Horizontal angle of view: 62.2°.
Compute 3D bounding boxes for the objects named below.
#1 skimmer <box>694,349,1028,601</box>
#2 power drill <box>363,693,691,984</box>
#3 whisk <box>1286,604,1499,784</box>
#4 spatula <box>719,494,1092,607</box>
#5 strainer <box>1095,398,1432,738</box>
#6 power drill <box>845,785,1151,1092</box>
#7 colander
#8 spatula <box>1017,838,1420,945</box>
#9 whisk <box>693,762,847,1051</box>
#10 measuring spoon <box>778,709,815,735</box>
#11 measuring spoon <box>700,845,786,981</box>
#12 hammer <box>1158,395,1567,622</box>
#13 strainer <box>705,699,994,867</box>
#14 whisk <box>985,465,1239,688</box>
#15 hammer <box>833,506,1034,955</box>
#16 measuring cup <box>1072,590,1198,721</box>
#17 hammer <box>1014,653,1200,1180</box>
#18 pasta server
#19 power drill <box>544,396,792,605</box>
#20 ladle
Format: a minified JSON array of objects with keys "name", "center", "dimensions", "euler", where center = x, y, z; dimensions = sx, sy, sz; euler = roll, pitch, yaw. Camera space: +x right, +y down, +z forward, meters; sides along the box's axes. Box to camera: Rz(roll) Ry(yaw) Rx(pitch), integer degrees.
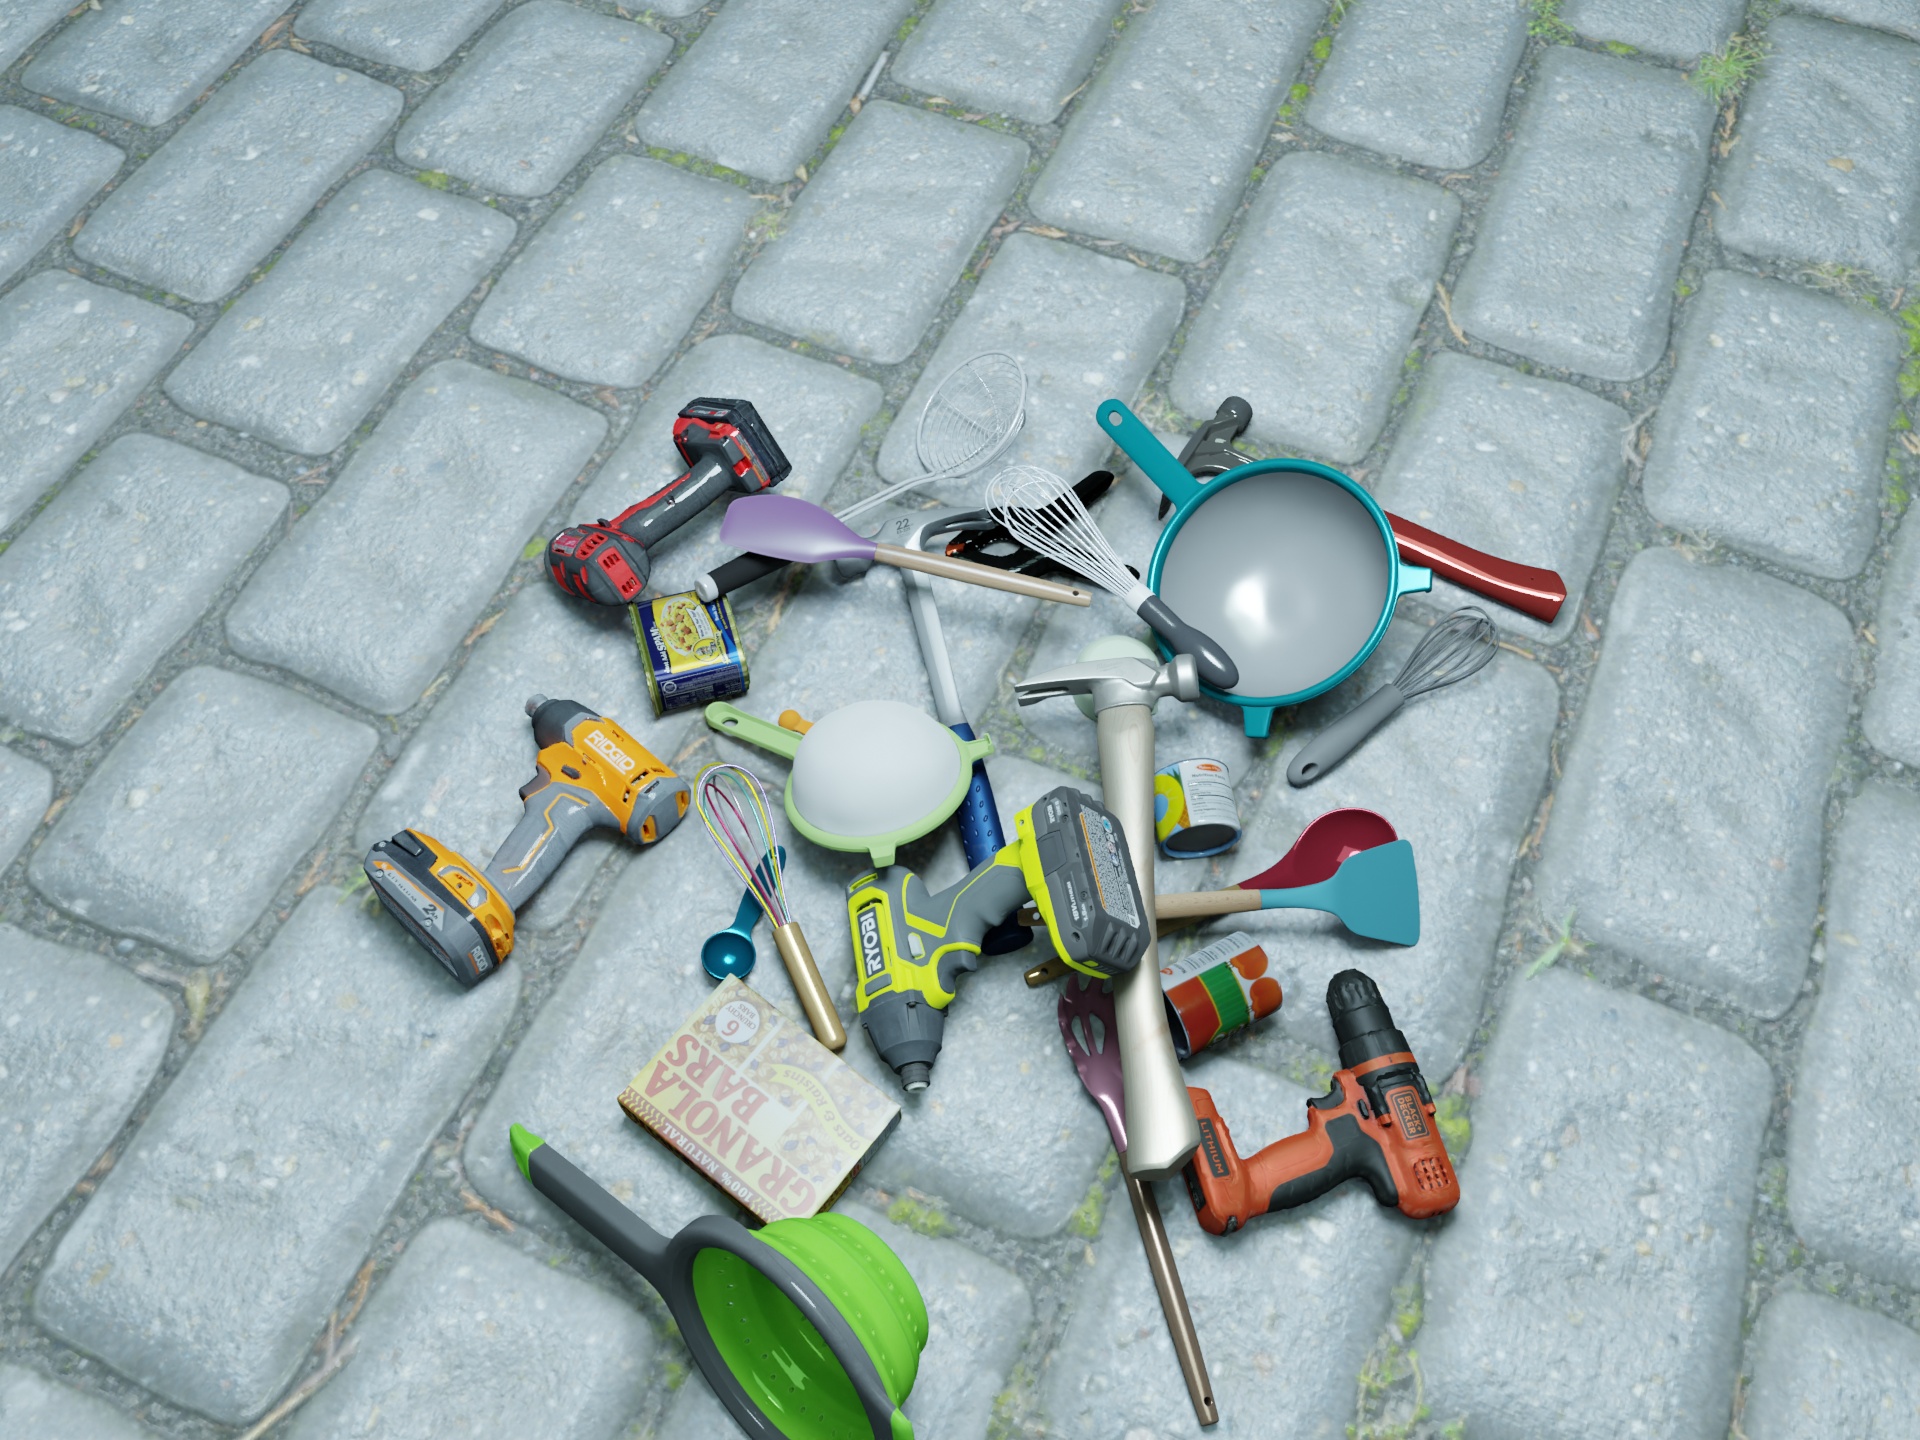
[{"name":"skimmer","center":[-0.087,-0.218,1.397],"dimensions":[0.363,0.090,0.127],"euler":[-32,36,-28]},{"name":"power drill","center":[-0.348,0.079,1.251],"dimensions":[0.164,0.084,0.226],"euler":[38,62,21]},{"name":"whisk","center":[0.363,-0.019,1.332],"dimensions":[0.239,0.055,0.055],"euler":[-36,66,-14]},{"name":"spatula","center":[-0.045,-0.137,1.327],"dimensions":[0.316,0.018,0.060],"euler":[14,67,5]},{"name":"strainer","center":[0.235,-0.151,1.364],"dimensions":[0.211,0.095,0.341],"euler":[-44,62,12]},{"name":"power drill","center":[0.019,0.157,1.151],"dimensions":[0.223,0.080,0.171],"euler":[-30,54,27]},{"name":"colander","center":[-0.150,0.356,1.058],"dimensions":[0.397,0.204,0.094],"euler":[25,40,34]},{"name":"spatula","center":[0.201,0.141,1.217],"dimensions":[0.317,0.044,0.082],"euler":[-3,85,-2]},{"name":"whisk","center":[-0.147,0.141,1.219],"dimensions":[0.051,0.047,0.245],"euler":[-32,72,20]},{"name":"measuring spoon","center":[-0.100,0.017,1.326],"dimensions":[0.117,0.011,0.021],"euler":[23,62,13]},{"name":"measuring spoon","center":[-0.165,0.153,1.246],"dimensions":[0.042,0.021,0.129],"euler":[21,52,3]},{"name":"hammer","center":[0.362,-0.170,1.425],"dimensions":[0.359,0.036,0.149],"euler":[28,63,16]},{"name":"strainer","center":[-0.112,0.012,1.257],"dimensions":[0.256,0.069,0.151],"euler":[20,50,32]},{"name":"whisk","center":[0.128,-0.122,1.329],"dimensions":[0.070,0.070,0.285],"euler":[-37,67,-20]},{"name":"hammer","center":[-0.002,-0.004,1.310],"dimensions":[0.144,0.035,0.406],"euler":[-20,62,10]},{"name":"measuring cup","center":[0.159,-0.069,1.361],"dimensions":[0.083,0.038,0.168],"euler":[32,66,17]},{"name":"hammer","center":[0.117,0.131,1.174],"dimensions":[0.146,0.038,0.411],"euler":[-7,57,10]},{"name":"pasta server","center":[0.129,0.329,1.124],"dimensions":[0.060,0.040,0.317],"euler":[-6,60,-17]},{"name":"power drill","center":[-0.267,-0.188,1.394],"dimensions":[0.220,0.078,0.143],"euler":[-45,33,-20]},{"name":"ladle","center":[0.196,0.145,1.241],"dimensions":[0.315,0.031,0.069],"euler":[-20,71,-9]}]
